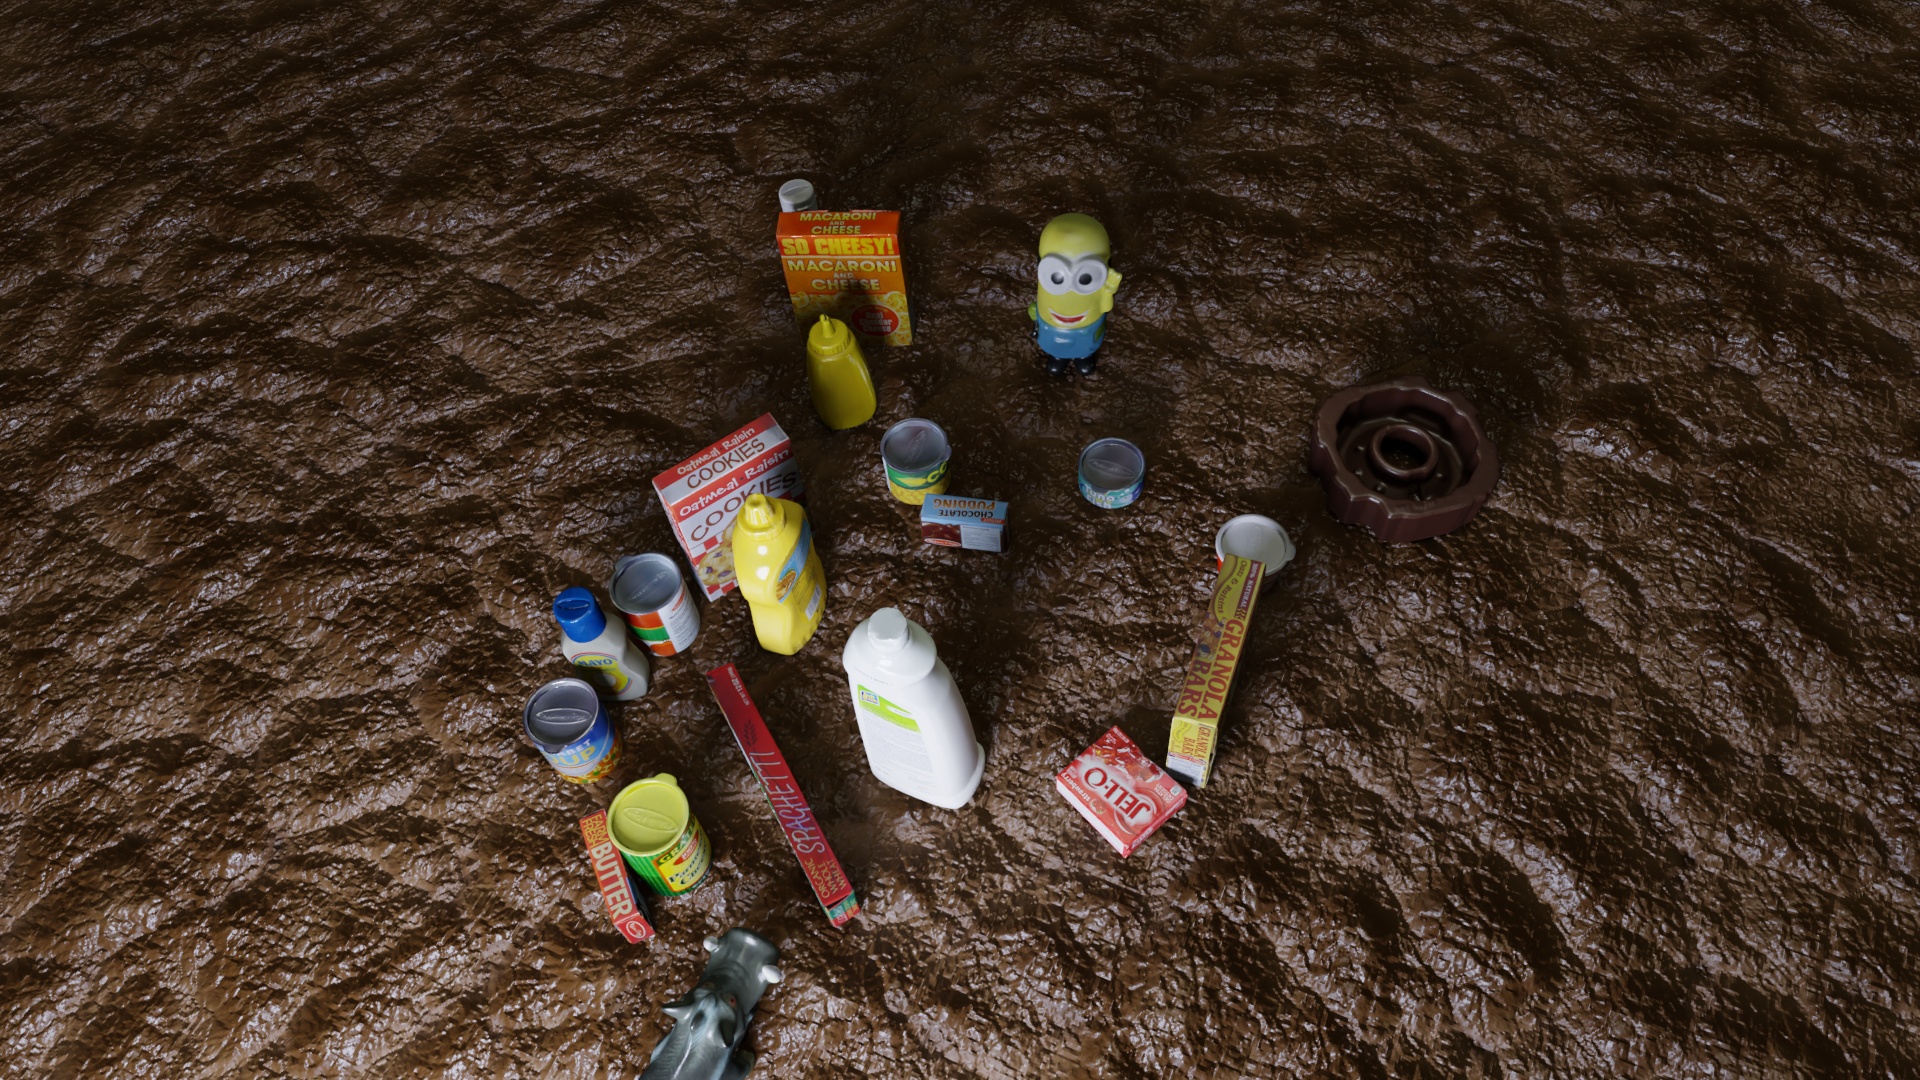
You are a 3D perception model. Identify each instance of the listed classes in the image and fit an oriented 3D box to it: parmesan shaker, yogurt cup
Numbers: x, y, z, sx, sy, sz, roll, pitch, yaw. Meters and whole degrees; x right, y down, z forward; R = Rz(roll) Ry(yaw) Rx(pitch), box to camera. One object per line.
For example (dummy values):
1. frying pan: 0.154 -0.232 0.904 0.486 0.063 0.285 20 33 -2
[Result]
1. parmesan shaker: -0.246 0.246 1.153 0.071 0.102 0.071 -2 57 3
2. yogurt cup: 0.270 0.017 1.294 0.072 0.053 0.073 -2 57 3

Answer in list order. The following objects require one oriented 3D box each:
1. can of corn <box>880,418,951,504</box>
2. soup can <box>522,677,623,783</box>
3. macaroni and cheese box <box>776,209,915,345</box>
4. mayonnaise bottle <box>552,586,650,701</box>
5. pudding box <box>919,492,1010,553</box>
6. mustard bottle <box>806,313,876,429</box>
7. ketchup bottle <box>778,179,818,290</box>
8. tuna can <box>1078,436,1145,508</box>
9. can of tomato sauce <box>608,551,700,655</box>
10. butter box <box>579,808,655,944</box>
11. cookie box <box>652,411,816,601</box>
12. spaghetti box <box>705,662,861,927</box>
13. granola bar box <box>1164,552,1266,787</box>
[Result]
1. can of corn: -0.041 -0.077 1.376 0.071 0.058 0.071 -2 57 3
2. soup can: -0.340 0.171 1.220 0.071 0.083 0.072 -2 57 3
3. macaroni and cheese box: -0.116 -0.271 1.444 0.124 0.165 0.040 0 57 5
4. mayonnaise bottle: -0.322 0.093 1.232 0.065 0.147 0.041 -3 57 2
5. pudding box: 0.005 -0.017 1.339 0.084 0.049 0.030 6 58 8
6. mustard bottle: -0.123 -0.175 1.386 0.065 0.159 0.049 -18 58 -7
7. ketchup bottle: -0.164 -0.319 1.490 0.065 0.148 0.044 -20 58 -9
8. tuna can: 0.148 -0.065 1.369 0.071 0.032 0.071 -2 57 3
9. can of tomato sauce: -0.284 0.059 1.290 0.071 0.082 0.071 -2 57 3
10. butter box: -0.288 0.281 1.163 0.024 0.053 0.104 -23 58 -10
11. cookie box: -0.207 -0.030 1.292 0.123 0.166 0.040 -33 61 -16
12. spaghetti box: -0.155 0.215 1.198 0.029 0.050 0.251 -27 59 -13
13. granola bar box: 0.220 0.112 1.194 0.039 0.123 0.166 15 59 14
